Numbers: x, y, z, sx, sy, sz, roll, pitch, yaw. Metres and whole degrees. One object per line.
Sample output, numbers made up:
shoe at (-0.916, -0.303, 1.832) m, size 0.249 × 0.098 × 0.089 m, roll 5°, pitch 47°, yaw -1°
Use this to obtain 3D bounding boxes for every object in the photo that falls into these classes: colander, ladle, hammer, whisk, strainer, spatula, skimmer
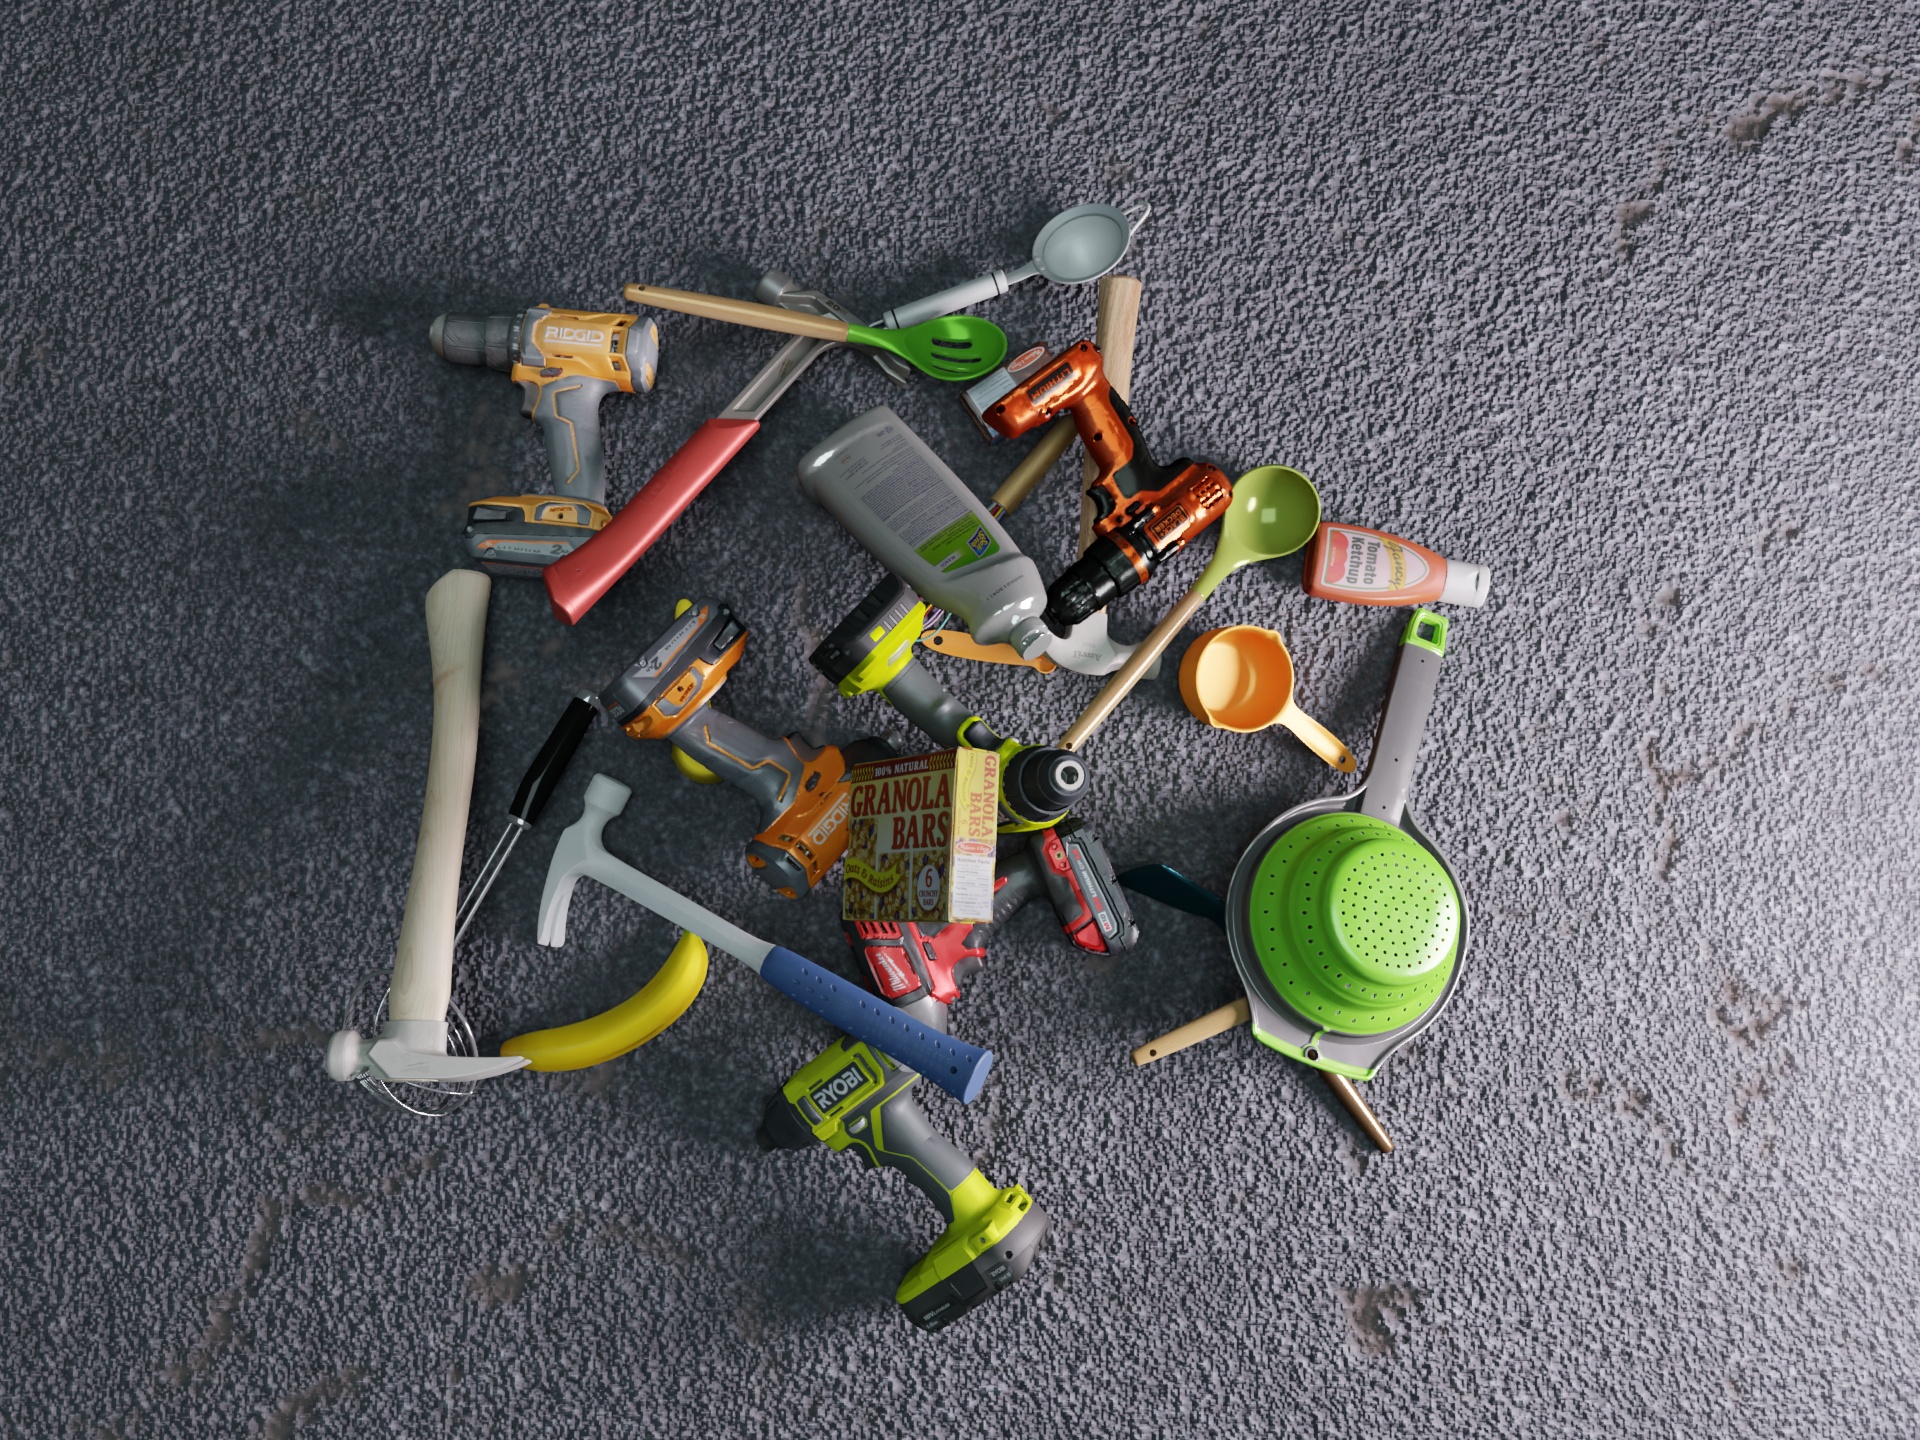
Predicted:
colander at (0.342, 0.079, 1.255) m, size 0.204 × 0.094 × 0.397 m, roll 21°, pitch 72°, yaw -5°
ladle at (0.273, 0.208, 1.271) m, size 0.315 × 0.031 × 0.069 m, roll -20°, pitch 93°, yaw -18°
hammer at (-0.159, 0.186, 1.231) m, size 0.406 × 0.035 × 0.144 m, roll 25°, pitch 87°, yaw 22°
whisk at (0.021, -0.161, 1.328) m, size 0.051 × 0.047 × 0.245 m, roll 40°, pitch 82°, yaw 3°
ladle at (0.180, -0.086, 1.291) m, size 0.078 × 0.062 × 0.320 m, roll 42°, pitch 74°, yaw -3°
hammer at (0.115, -0.203, 1.320) m, size 0.130 × 0.031 × 0.331 m, roll 6°, pitch 89°, yaw -10°
strainer at (0.041, -0.374, 1.347) m, size 0.258 × 0.050 × 0.087 m, roll -20°, pitch 58°, yaw 3°
hammer at (-0.397, 0.075, 1.254) m, size 0.146 × 0.038 × 0.411 m, roll 1°, pitch 72°, yaw 0°
spatula at (0.250, 0.234, 1.301) m, size 0.044 × 0.082 × 0.317 m, roll -38°, pitch 92°, yaw -27°
skimmer at (-0.382, 0.144, 1.298) m, size 0.127 × 0.090 × 0.363 m, roll 23°, pitch 74°, yaw 14°
hammer at (-0.198, -0.209, 1.279) m, size 0.149 × 0.036 × 0.359 m, roll 37°, pitch 68°, yaw 2°

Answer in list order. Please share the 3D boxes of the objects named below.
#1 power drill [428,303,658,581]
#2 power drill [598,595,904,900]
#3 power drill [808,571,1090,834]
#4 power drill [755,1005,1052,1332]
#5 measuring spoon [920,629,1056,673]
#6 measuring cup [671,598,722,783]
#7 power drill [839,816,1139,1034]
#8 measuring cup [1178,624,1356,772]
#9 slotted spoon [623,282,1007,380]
power drill at (-0.353, -0.233, 1.306) m, size 0.185 × 0.084 × 0.226 m, roll 6°, pitch 81°, yaw -1°
power drill at (-0.157, 0.010, 1.273) m, size 0.226 × 0.084 × 0.164 m, roll 46°, pitch 66°, yaw -11°
power drill at (-0.002, -0.004, 1.228) m, size 0.228 × 0.190 × 0.080 m, roll 44°, pitch 75°, yaw -4°
power drill at (-0.049, 0.357, 1.255) m, size 0.171 × 0.080 × 0.223 m, roll -41°, pitch 85°, yaw 24°
measuring spoon at (0.024, -0.058, 1.338) m, size 0.117 × 0.011 × 0.021 m, roll 11°, pitch 85°, yaw 3°
measuring cup at (-0.218, -0.025, 1.315) m, size 0.062 × 0.029 × 0.156 m, roll -10°, pitch 88°, yaw -2°
power drill at (0.026, 0.176, 1.287) m, size 0.219 × 0.078 × 0.143 m, roll -23°, pitch 85°, yaw 0°
measuring cup at (0.256, -0.010, 1.323) m, size 0.173 × 0.052 × 0.095 m, roll 37°, pitch 82°, yaw -16°
slotted spoon at (-0.118, -0.325, 1.304) m, size 0.313 × 0.031 × 0.070 m, roll 9°, pitch 61°, yaw -7°
